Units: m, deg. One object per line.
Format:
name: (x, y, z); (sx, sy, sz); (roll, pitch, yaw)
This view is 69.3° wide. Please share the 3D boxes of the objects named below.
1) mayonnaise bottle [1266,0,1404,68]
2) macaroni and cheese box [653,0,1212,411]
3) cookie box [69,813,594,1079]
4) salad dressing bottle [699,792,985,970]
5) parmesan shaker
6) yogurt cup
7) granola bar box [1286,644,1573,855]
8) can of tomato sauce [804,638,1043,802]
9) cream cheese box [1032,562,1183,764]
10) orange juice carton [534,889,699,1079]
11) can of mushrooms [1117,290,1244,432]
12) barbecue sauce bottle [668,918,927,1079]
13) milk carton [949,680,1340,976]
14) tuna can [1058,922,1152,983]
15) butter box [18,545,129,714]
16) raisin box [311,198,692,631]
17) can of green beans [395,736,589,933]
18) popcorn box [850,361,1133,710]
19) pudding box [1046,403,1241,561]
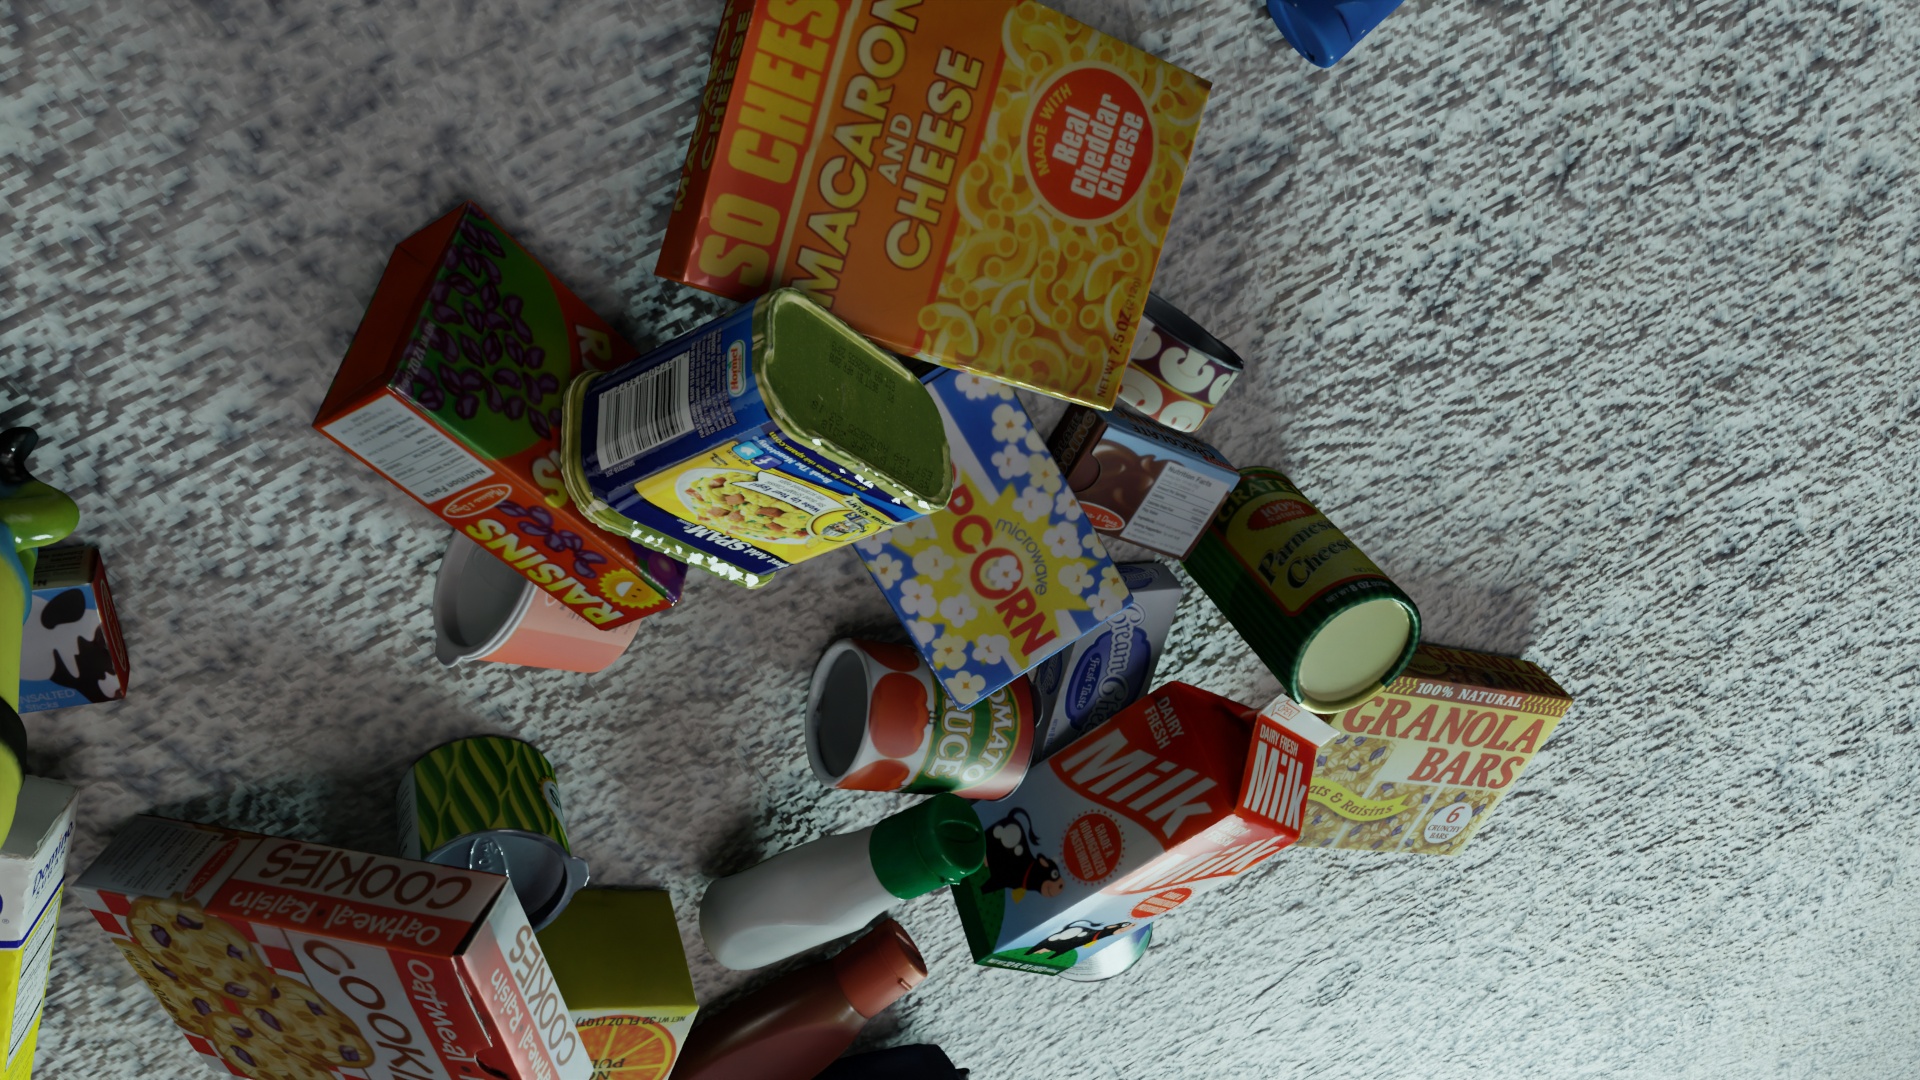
mayonnaise bottle: (0.179, -0.234, 0.502); (0.148, 0.041, 0.064); (-42, 131, 6)
macaroni and cheese box: (-0.006, -0.124, 0.472); (0.166, 0.040, 0.123); (13, 97, -30)
cookie box: (-0.238, 0.172, 0.537); (0.167, 0.040, 0.122); (5, 128, 16)
salad dressing bottle: (-0.054, 0.154, 0.627); (0.147, 0.044, 0.064); (-29, 149, 31)
parmesan shaker: (0.154, 0.020, 0.629); (0.071, 0.103, 0.071); (-12, 127, -17)
yogurt cup: (-0.152, 0.017, 0.512); (0.054, 0.072, 0.072); (25, 110, -44)
granola bar box: (0.246, 0.117, 0.782); (0.166, 0.039, 0.123); (10, 118, -30)
can of tomato sauce: (-0.017, 0.079, 0.614); (0.083, 0.071, 0.071); (10, 118, -29)
cream cheese box: (0.067, 0.059, 0.668); (0.053, 0.024, 0.103); (-3, 124, -25)
orange juice carton: (-0.192, 0.258, 0.656); (0.072, 0.073, 0.191); (10, 119, -30)
can of mushrooms: (0.078, -0.074, 0.552); (0.071, 0.071, 0.033); (20, 113, -34)
barbecue sauce bottle: (-0.087, 0.253, 0.721); (0.148, 0.044, 0.064); (-35, 130, 0)
milk carton: (0.088, 0.131, 0.662); (0.190, 0.074, 0.072); (-35, 143, 20)
tuna can: (0.069, 0.196, 0.739); (0.071, 0.071, 0.032); (-22, 129, -9)
butter box: (-0.341, 0.035, 0.463); (0.104, 0.024, 0.052); (-8, 125, -20)
raisin box: (-0.139, -0.038, 0.462); (0.040, 0.086, 0.123); (-21, 135, 26)
can of green beans: (-0.195, 0.123, 0.570); (0.071, 0.058, 0.071); (-12, 127, -17)
popcorn box: (0.002, -0.007, 0.554); (0.085, 0.038, 0.126); (-32, 108, -1)
pudding box: (0.076, -0.027, 0.608); (0.084, 0.030, 0.049); (17, 116, -33)
